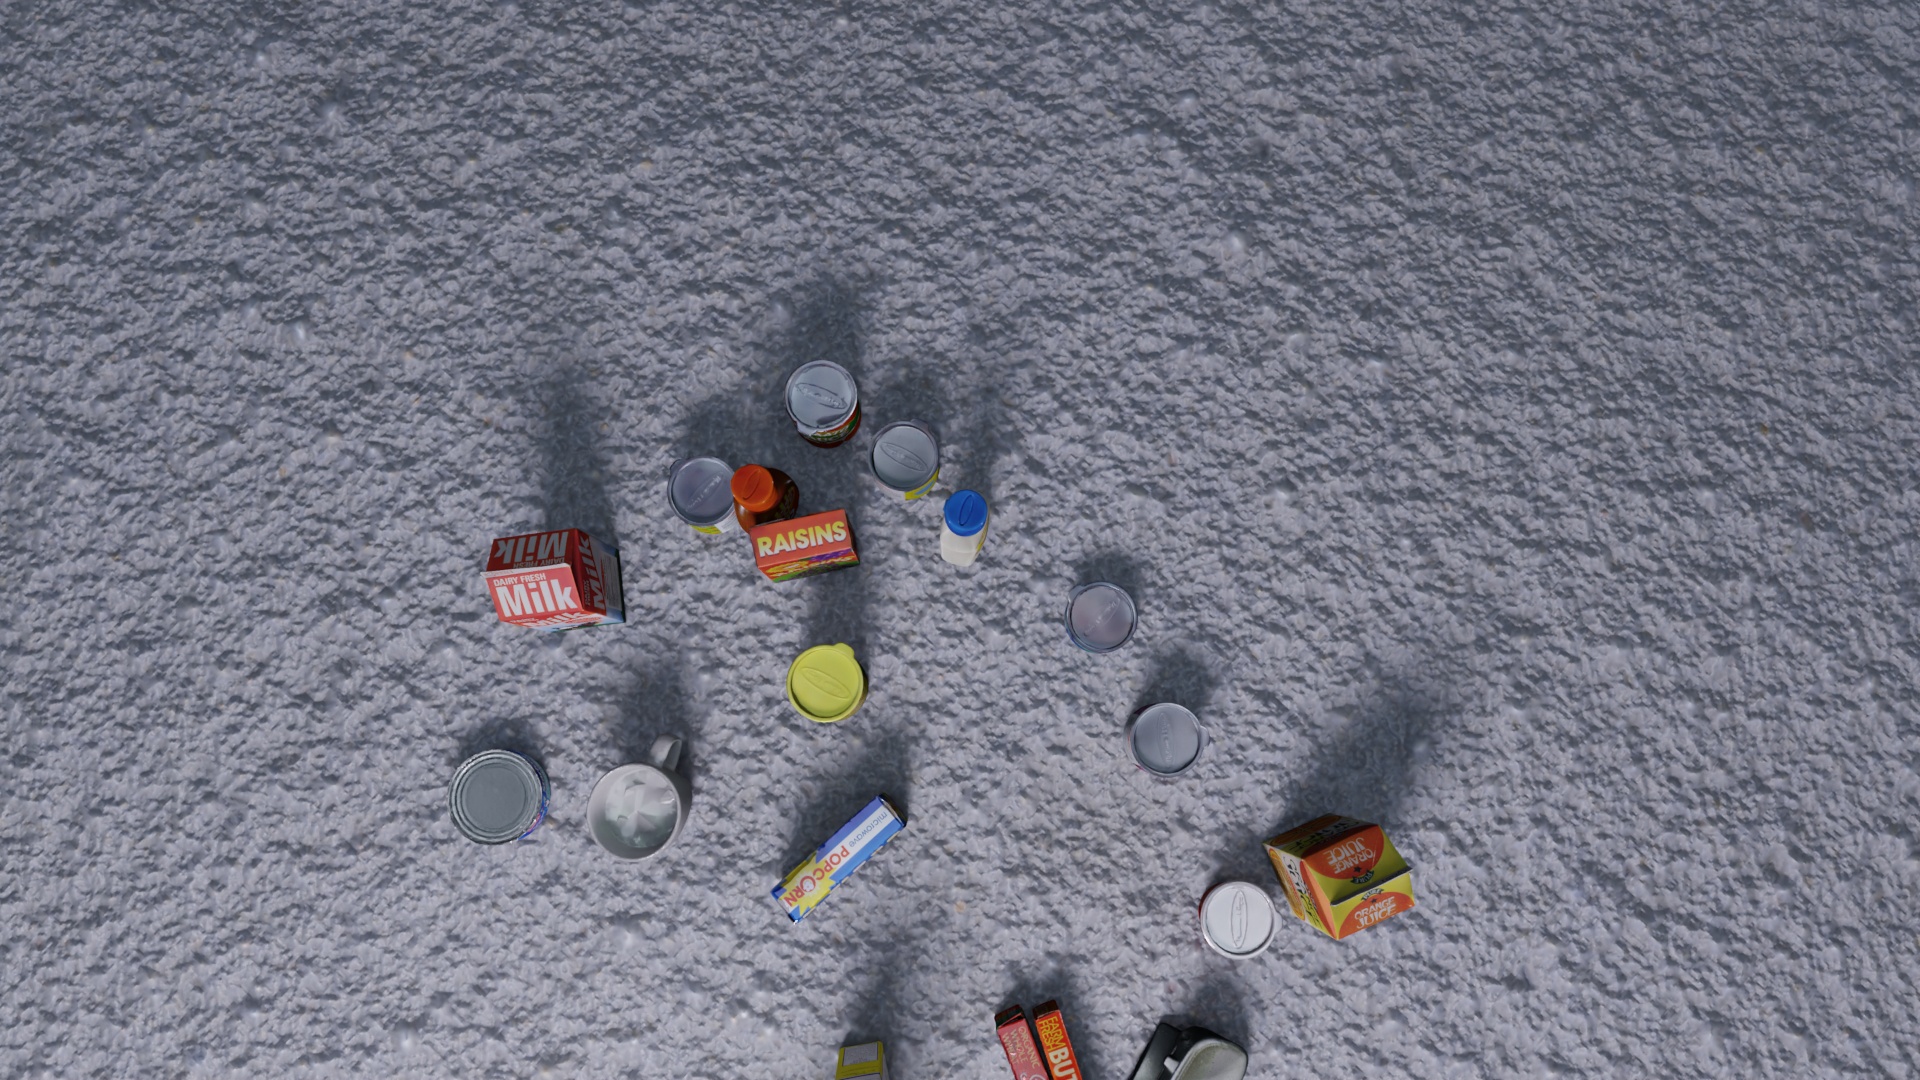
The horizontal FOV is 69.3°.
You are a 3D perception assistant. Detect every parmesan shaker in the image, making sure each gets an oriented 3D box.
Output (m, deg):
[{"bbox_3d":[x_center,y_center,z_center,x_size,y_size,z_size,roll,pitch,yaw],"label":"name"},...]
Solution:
[{"bbox_3d":[-0.115,0.127,1.241,0.071,0.103,0.071,0,82,-1],"label":"parmesan shaker"}]

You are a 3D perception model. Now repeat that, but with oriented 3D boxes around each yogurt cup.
[{"bbox_3d":[0.244,0.335,1.240,0.072,0.054,0.072,0,82,-1],"label":"yogurt cup"}]

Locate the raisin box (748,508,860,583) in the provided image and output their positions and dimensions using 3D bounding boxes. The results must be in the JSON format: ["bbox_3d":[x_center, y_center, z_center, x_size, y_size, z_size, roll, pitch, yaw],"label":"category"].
[{"bbox_3d":[-0.137,0.005,1.248,0.086,0.123,0.040,-11,83,-2],"label":"raisin box"}]

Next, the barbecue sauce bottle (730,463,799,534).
[{"bbox_3d":[-0.177,-0.038,1.241,0.044,0.148,0.065,25,83,3],"label":"barbecue sauce bottle"}]

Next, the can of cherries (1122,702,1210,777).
[{"bbox_3d":[0.186,0.181,1.259,0.071,0.058,0.071,0,82,-1],"label":"can of cherries"}]

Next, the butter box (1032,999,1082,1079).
[{"bbox_3d":[0.091,0.461,1.221,0.024,0.053,0.103,-18,83,-3],"label":"butter box"}]

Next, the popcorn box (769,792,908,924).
[{"bbox_3d":[-0.105,0.278,1.228,0.127,0.085,0.038,-41,85,-6],"label":"popcorn box"}]

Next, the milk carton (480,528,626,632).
[{"bbox_3d":[-0.351,0.035,1.207,0.072,0.190,0.073,-7,83,-1],"label":"milk carton"}]

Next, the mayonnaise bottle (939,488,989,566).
[{"bbox_3d":[0.004,-0.016,1.240,0.041,0.148,0.065,18,83,2],"label":"mayonnaise bottle"}]

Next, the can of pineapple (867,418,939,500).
[{"bbox_3d":[-0.051,-0.075,1.293,0.071,0.058,0.071,0,82,-1],"label":"can of pineapple"}]

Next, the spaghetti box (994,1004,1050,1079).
[{"bbox_3d":[0.088,0.532,1.212,0.029,0.050,0.250,-22,83,-3],"label":"spaghetti box"}]

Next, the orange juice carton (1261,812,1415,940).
[{"bbox_3d":[0.322,0.284,1.179,0.072,0.192,0.073,-22,83,-3],"label":"orange juice carton"}]

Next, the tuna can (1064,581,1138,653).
[{"bbox_3d":[0.128,0.070,1.287,0.071,0.033,0.071,0,82,-1],"label":"tuna can"}]

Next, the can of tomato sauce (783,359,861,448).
[{"bbox_3d":[-0.127,-0.123,1.287,0.071,0.083,0.071,0,82,-1],"label":"can of tomato sauce"}]

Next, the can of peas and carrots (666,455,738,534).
[{"bbox_3d":[-0.235,-0.043,1.286,0.071,0.058,0.071,0,82,-1],"label":"can of peas and carrots"}]
